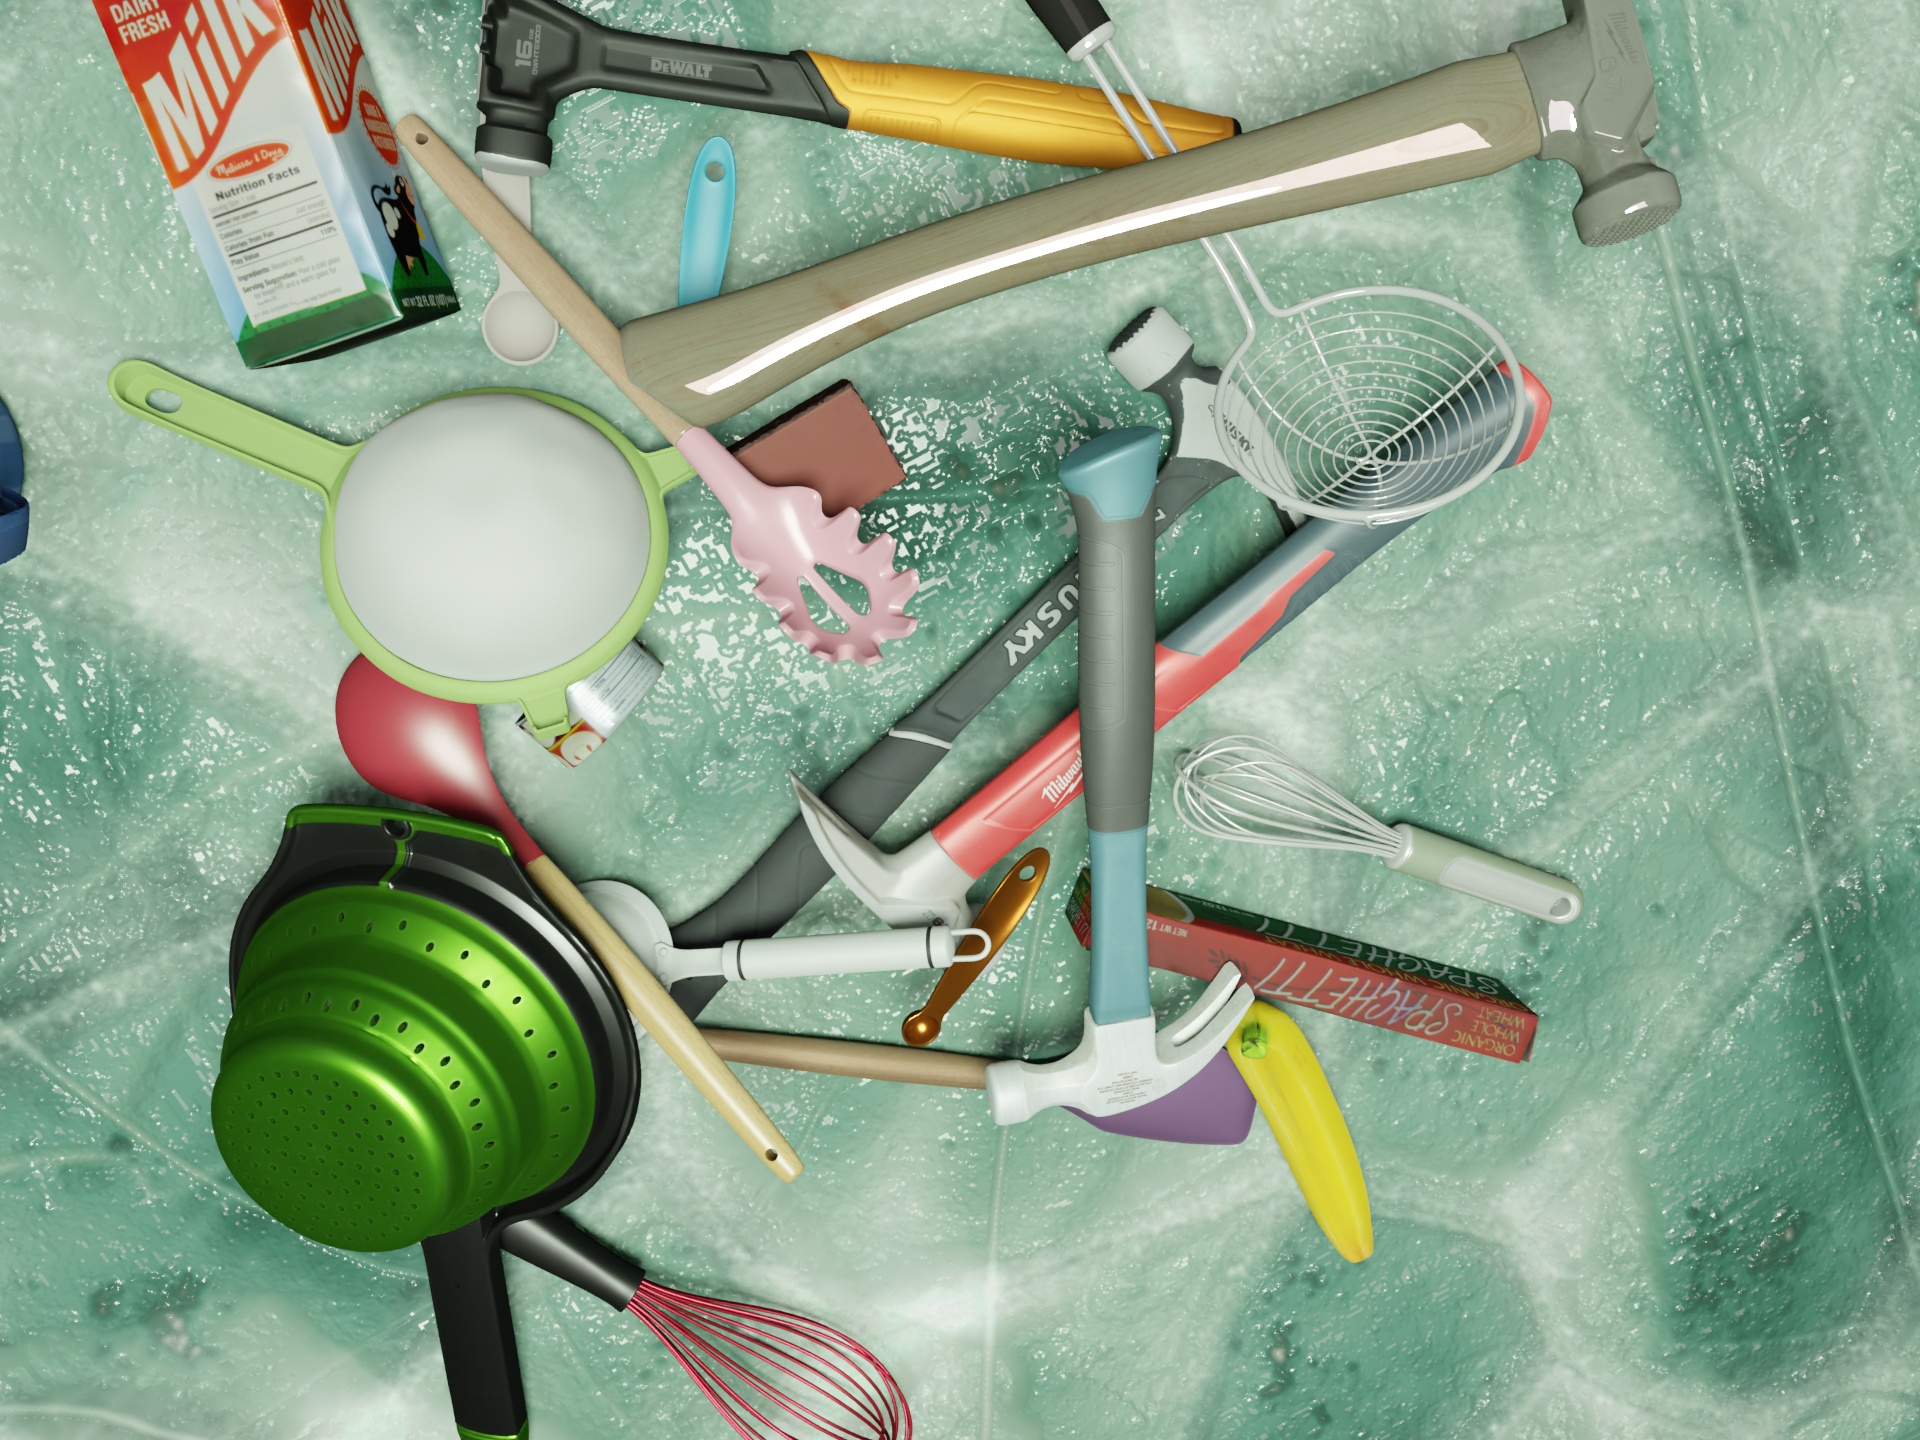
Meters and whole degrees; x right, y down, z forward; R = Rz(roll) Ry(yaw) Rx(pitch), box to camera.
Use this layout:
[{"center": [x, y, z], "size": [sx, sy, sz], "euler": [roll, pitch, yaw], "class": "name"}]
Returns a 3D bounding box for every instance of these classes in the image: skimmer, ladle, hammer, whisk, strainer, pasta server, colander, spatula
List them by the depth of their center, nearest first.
[{"center": [0.060, -0.210, 0.631], "size": [0.410, 0.038, 0.146], "euler": [-15, 87, 6], "class": "hammer"}, {"center": [0.097, -0.241, 0.661], "size": [0.127, 0.090, 0.363], "euler": [-36, 97, -8], "class": "skimmer"}, {"center": [-0.251, -0.108, 0.677], "size": [0.256, 0.069, 0.151], "euler": [23, 72, 0], "class": "strainer"}, {"center": [-0.135, -0.144, 0.679], "size": [0.060, 0.040, 0.316], "euler": [-42, 88, -11], "class": "pasta server"}, {"center": [-0.037, -0.283, 0.701], "size": [0.336, 0.034, 0.127], "euler": [6, 97, -10], "class": "hammer"}, {"center": [0.069, 0.034, 0.715], "size": [0.128, 0.033, 0.330], "euler": [-7, 113, -9], "class": "hammer"}, {"center": [-0.178, 0.086, 0.720], "size": [0.069, 0.031, 0.315], "euler": [-42, 85, 5], "class": "ladle"}, {"center": [-0.252, 0.234, 0.727], "size": [0.204, 0.094, 0.396], "euler": [6, 116, 11], "class": "colander"}, {"center": [0.102, -0.041, 0.734], "size": [0.386, 0.038, 0.143], "euler": [-40, 121, 5], "class": "hammer"}, {"center": [-0.113, 0.111, 0.744], "size": [0.258, 0.050, 0.087], "euler": [-5, 73, 10], "class": "strainer"}, {"center": [-0.001, -0.002, 0.774], "size": [0.409, 0.036, 0.149], "euler": [-45, 105, 5], "class": "hammer"}, {"center": [0.217, 0.062, 0.811], "size": [0.246, 0.059, 0.057], "euler": [19, 112, -16], "class": "whisk"}, {"center": [-0.151, 0.302, 0.816], "size": [0.295, 0.073, 0.073], "euler": [33, 97, -7], "class": "whisk"}, {"center": [0.006, 0.181, 0.825], "size": [0.316, 0.018, 0.060], "euler": [8, 99, -10], "class": "spatula"}]

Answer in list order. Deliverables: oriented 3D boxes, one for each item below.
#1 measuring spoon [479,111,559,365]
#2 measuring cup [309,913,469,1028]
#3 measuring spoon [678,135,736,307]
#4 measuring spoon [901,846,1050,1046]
[{"center": [-0.199, -0.221, 0.710], "size": [0.034, 0.018, 0.124], "euler": [-3, 97, 1], "class": "measuring spoon"}, {"center": [-0.301, 0.133, 0.771], "size": [0.083, 0.038, 0.167], "euler": [43, 111, -12], "class": "measuring cup"}, {"center": [-0.116, -0.195, 0.707], "size": [0.042, 0.021, 0.128], "euler": [8, 118, -11], "class": "measuring spoon"}, {"center": [0.007, 0.106, 0.754], "size": [0.021, 0.011, 0.117], "euler": [28, 102, -29], "class": "measuring spoon"}]
